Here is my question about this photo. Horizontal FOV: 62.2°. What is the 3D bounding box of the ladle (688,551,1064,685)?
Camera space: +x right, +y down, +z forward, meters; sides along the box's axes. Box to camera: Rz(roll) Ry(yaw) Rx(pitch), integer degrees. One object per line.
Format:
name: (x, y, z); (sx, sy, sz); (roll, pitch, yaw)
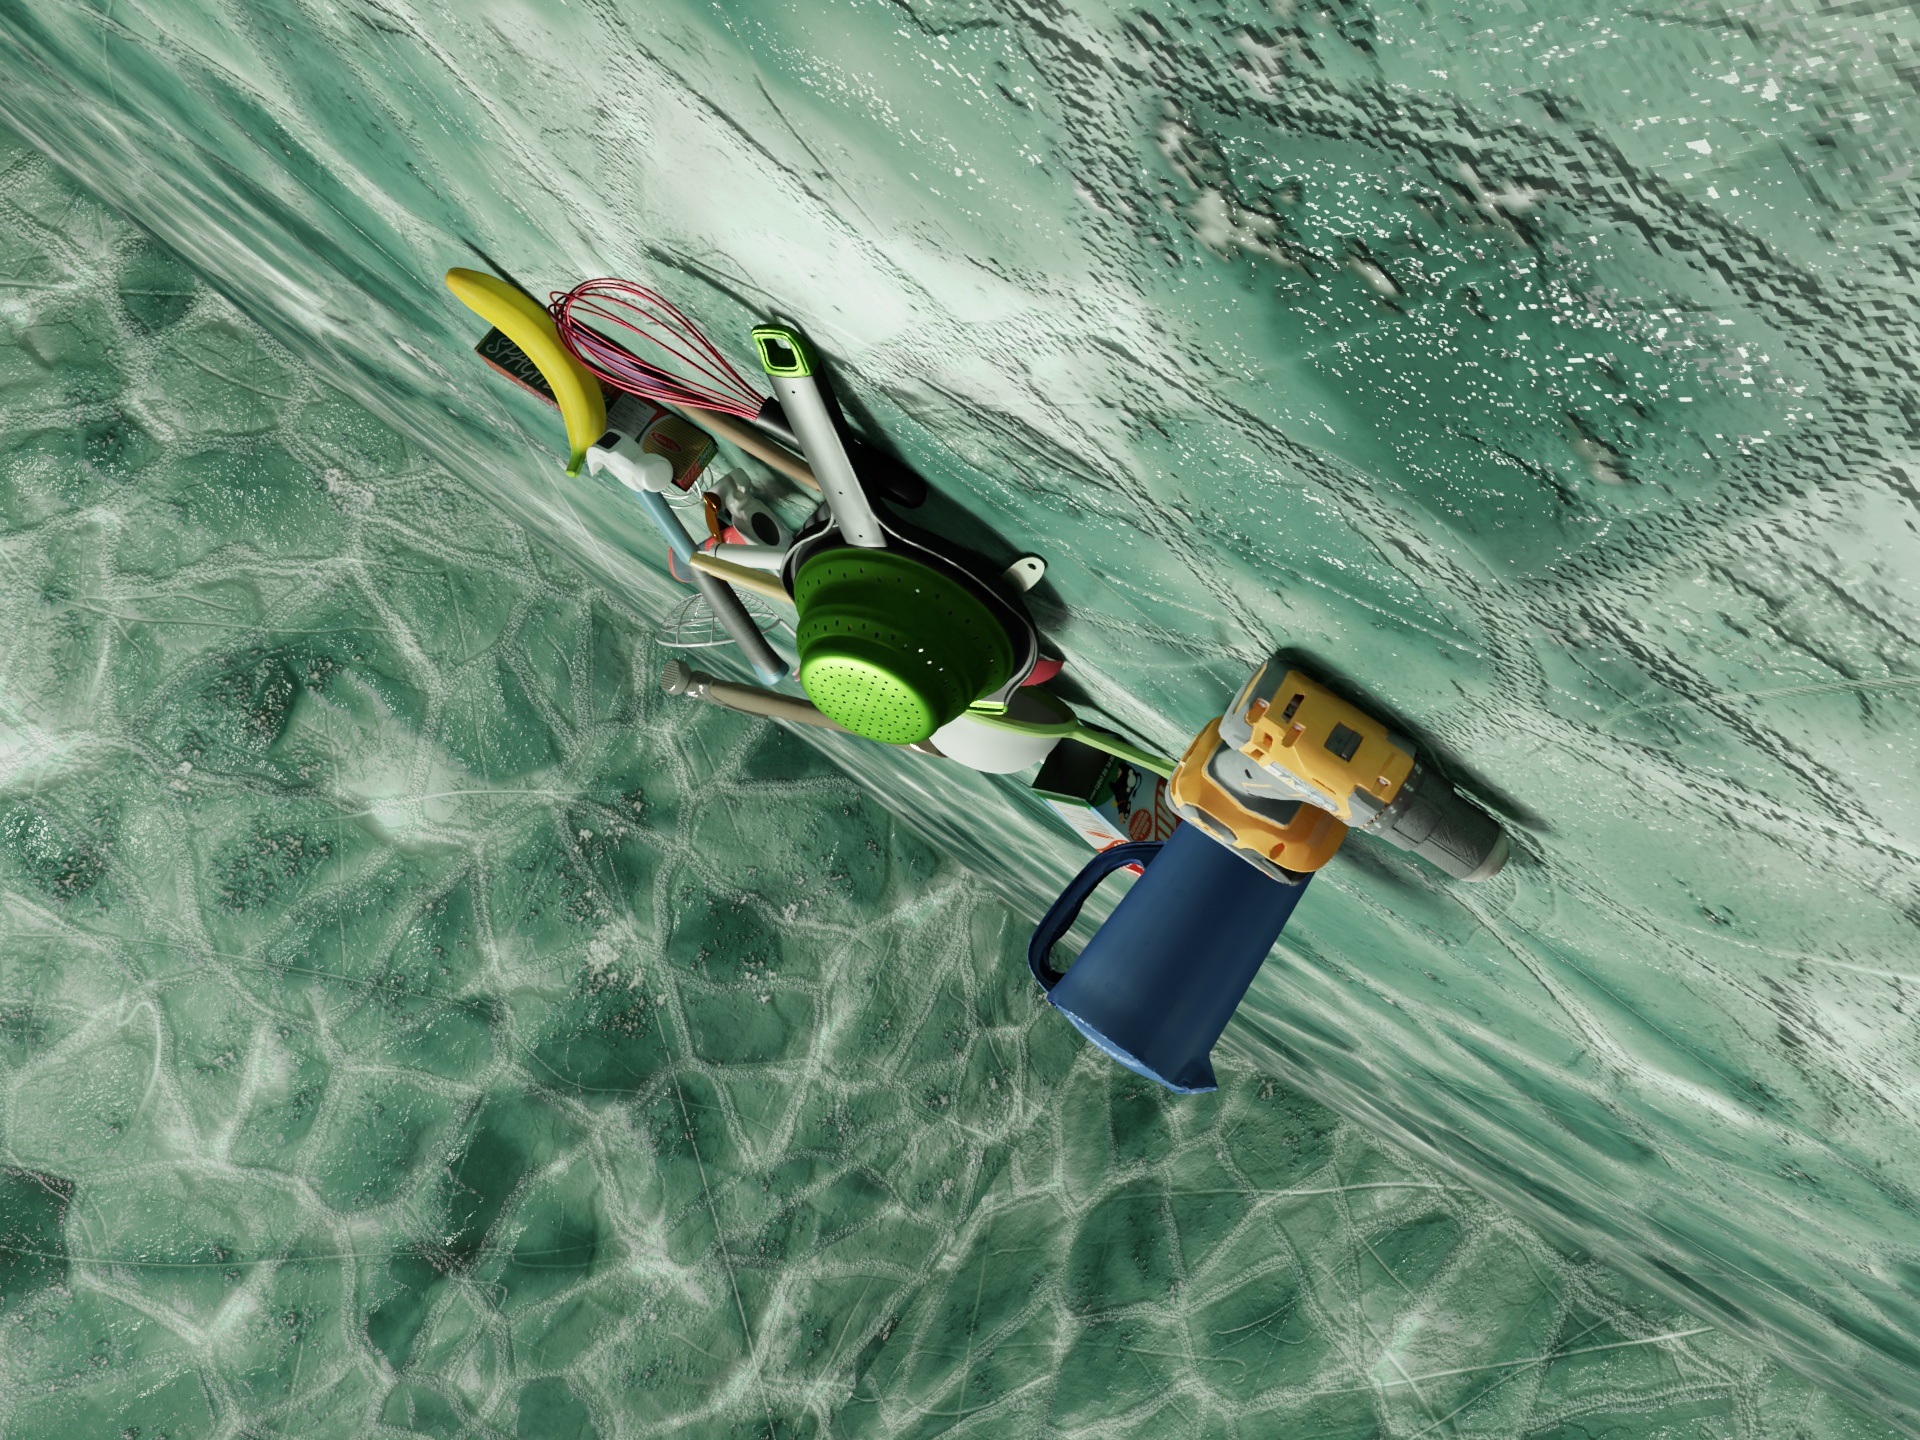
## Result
ladle: (-0.064, -0.079, 1.271); (0.315, 0.031, 0.069); (18, 175, -16)

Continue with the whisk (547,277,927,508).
whisk: (-0.154, -0.225, 1.105); (0.296, 0.073, 0.073); (29, 171, -1)

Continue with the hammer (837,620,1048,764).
hammer: (-0.005, -0.024, 1.657); (0.337, 0.034, 0.127); (33, 176, 26)

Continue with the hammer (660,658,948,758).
hammer: (-0.143, -0.005, 1.645); (0.146, 0.038, 0.411); (19, 175, -43)

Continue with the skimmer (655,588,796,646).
skimmer: (-0.146, -0.037, 1.693); (0.363, 0.090, 0.127); (30, -177, -22)

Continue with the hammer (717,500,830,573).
hammer: (-0.141, -0.165, 1.441); (0.149, 0.036, 0.409); (38, 171, -11)

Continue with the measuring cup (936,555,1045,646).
measuring cup: (0.030, -0.100, 1.167); (0.083, 0.038, 0.167); (35, 155, -11)

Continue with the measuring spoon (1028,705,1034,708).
measuring spoon: (0.097, 0.003, 1.519); (0.034, 0.018, 0.124); (19, 170, 35)

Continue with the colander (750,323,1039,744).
colander: (-0.074, -0.097, 1.107); (0.204, 0.095, 0.396); (8, 147, 25)

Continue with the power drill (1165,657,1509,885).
power drill: (0.236, 0.050, 1.027); (0.185, 0.084, 0.226); (34, 167, 2)

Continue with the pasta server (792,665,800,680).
pasta server: (-0.002, -0.005, 1.488); (0.316, 0.040, 0.060); (20, -170, -16)

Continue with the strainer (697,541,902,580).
strainer: (-0.119, -0.127, 1.285); (0.258, 0.050, 0.086); (8, -172, 36)

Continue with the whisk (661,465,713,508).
whisk: (-0.331, -0.279, 1.504); (0.246, 0.059, 0.057); (38, 160, 13)

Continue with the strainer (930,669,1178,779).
strainer: (0.071, 0.024, 1.395); (0.256, 0.069, 0.151); (22, -163, 9)

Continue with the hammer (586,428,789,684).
hammer: (-0.237, -0.139, 1.446); (0.128, 0.033, 0.330); (33, 162, 39)

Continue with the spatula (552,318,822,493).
spatula: (-0.216, -0.254, 1.292); (0.316, 0.018, 0.059); (33, 174, 24)

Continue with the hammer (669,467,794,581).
hammer: (-0.219, -0.150, 1.528); (0.143, 0.038, 0.386); (54, 165, -12)

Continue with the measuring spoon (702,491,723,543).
measuring spoon: (-0.208, -0.172, 1.353); (0.021, 0.011, 0.117); (51, 169, 4)
